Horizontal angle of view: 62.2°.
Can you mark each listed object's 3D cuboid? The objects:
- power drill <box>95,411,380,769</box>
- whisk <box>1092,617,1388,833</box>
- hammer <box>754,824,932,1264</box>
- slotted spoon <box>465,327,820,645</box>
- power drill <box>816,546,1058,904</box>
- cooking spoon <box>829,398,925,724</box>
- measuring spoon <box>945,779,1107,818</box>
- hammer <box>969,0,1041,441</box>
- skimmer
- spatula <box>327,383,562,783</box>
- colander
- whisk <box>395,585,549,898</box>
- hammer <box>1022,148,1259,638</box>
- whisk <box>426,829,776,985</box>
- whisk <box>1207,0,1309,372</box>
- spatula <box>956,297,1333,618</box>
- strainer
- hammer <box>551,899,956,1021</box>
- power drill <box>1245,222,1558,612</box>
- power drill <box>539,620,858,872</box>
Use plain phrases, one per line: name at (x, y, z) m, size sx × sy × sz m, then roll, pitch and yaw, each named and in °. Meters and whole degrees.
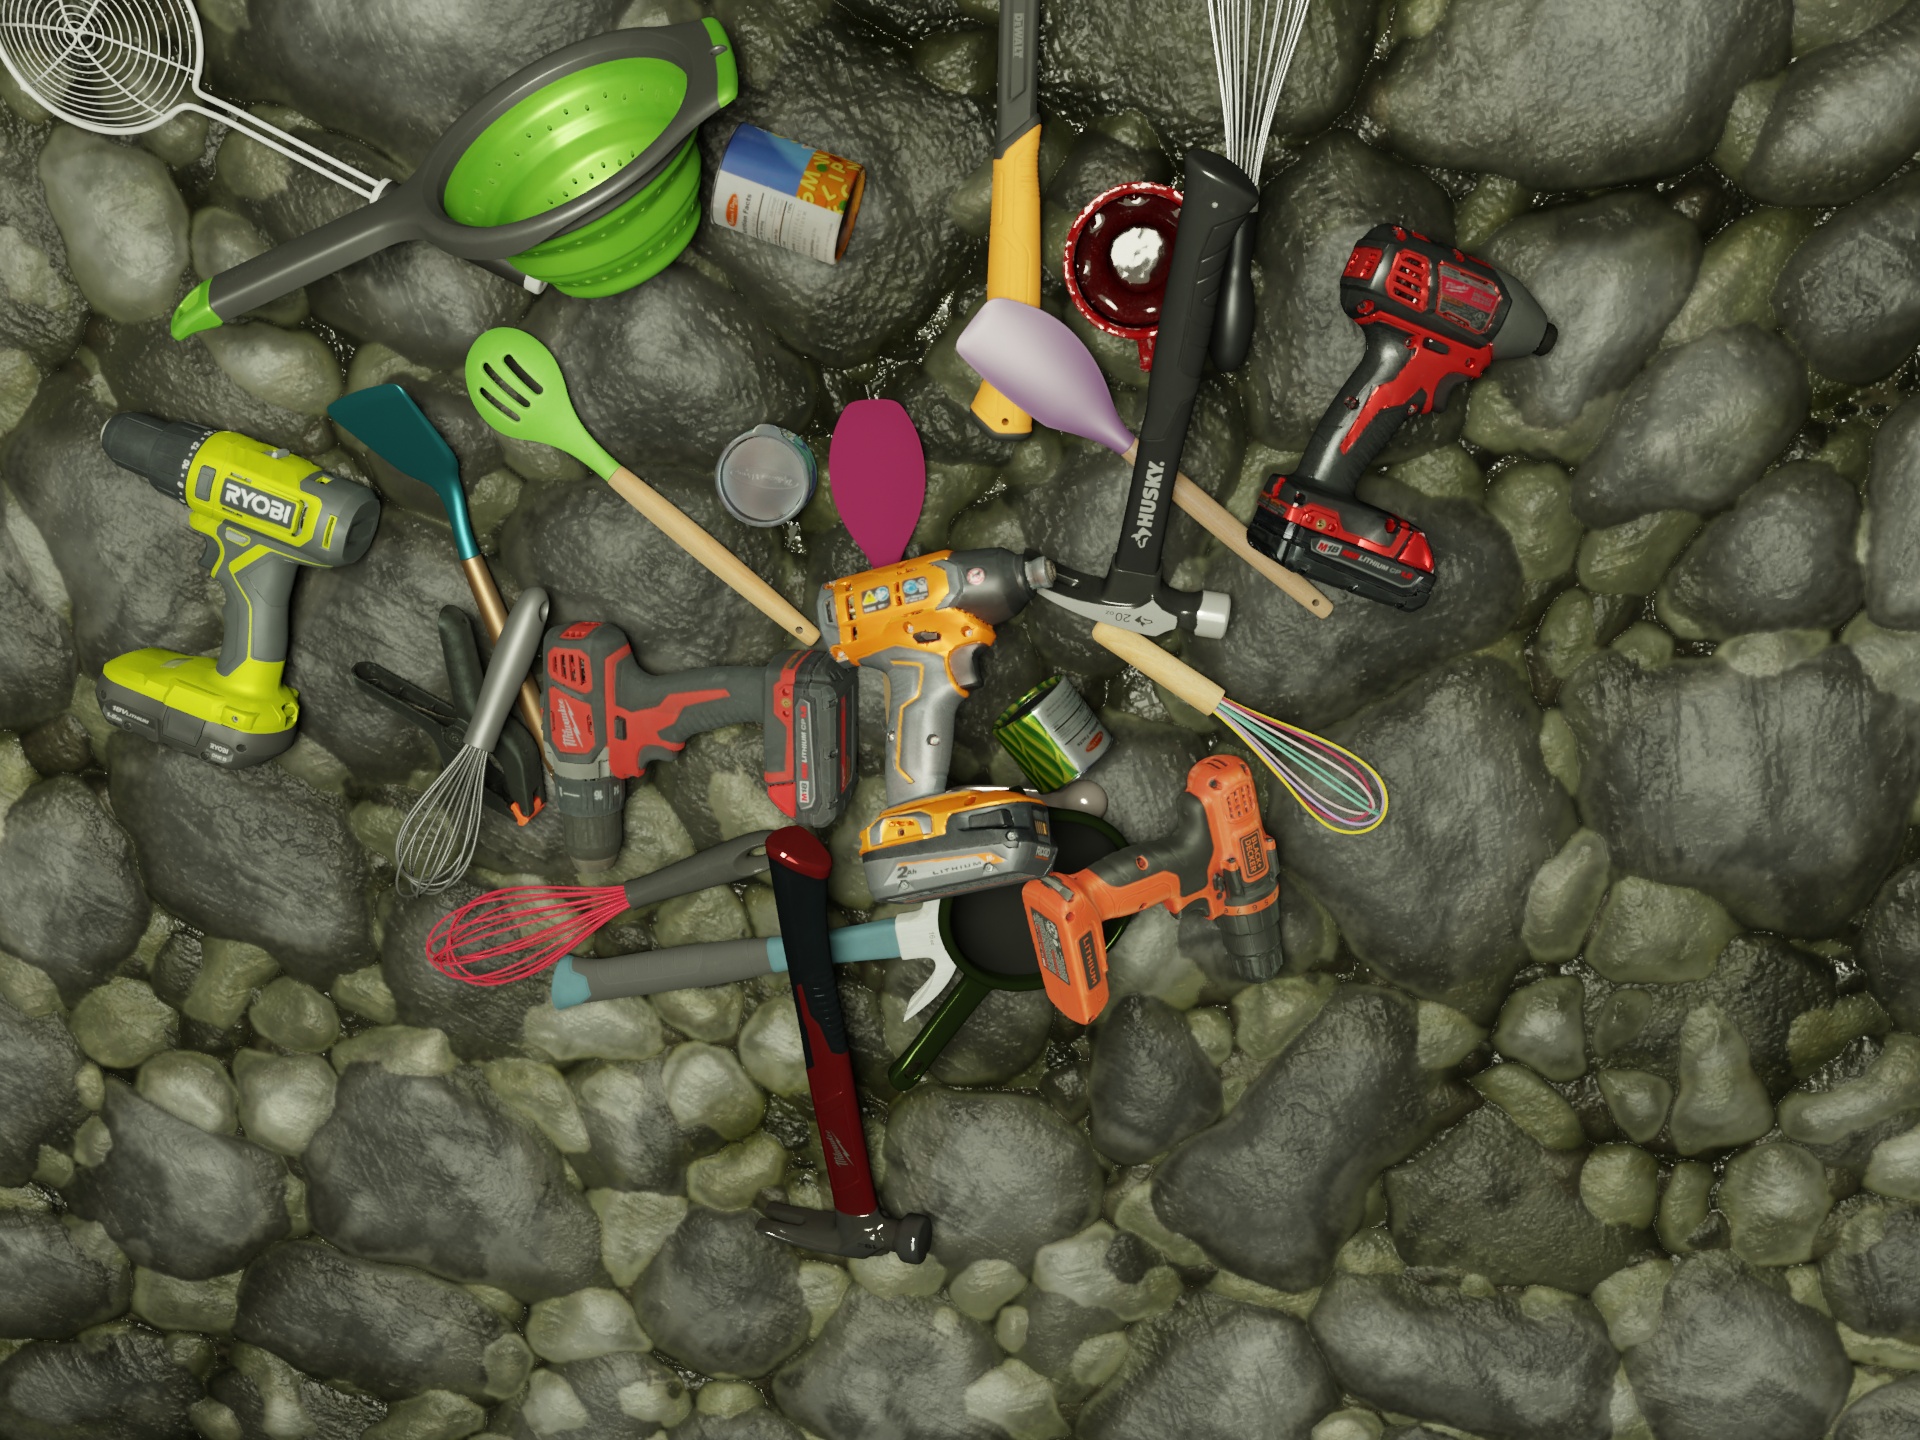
power drill at (-0.540, -0.098, 1.147) m, size 0.190 × 0.080 × 0.228 m, roll 21°, pitch 106°, yaw -1°
whisk at (0.196, 0.003, 1.115) m, size 0.245 × 0.051 × 0.047 m, roll 34°, pitch 114°, yaw -2°
hammer at (-0.114, 0.249, 1.186) m, size 0.143 × 0.038 × 0.386 m, roll 3°, pitch 119°, yaw 19°
slotted spoon at (-0.221, -0.158, 1.117) m, size 0.313 × 0.031 × 0.070 m, roll 40°, pitch 109°, yaw -9°
power drill at (-0.002, -0.003, 1.052) m, size 0.164 × 0.084 × 0.227 m, roll -14°, pitch 76°, yaw 19°
cooking spoon at (-0.050, -0.067, 1.131) m, size 0.069 × 0.017 × 0.318 m, roll 1°, pitch 108°, yaw 13°
measuring spoon at (0.045, 0.061, 1.162) m, size 0.124 × 0.018 × 0.034 m, roll 2°, pitch 108°, yaw 7°
hammer at (0.044, -0.348, 1.021) m, size 0.127 × 0.034 × 0.336 m, roll 4°, pitch 108°, yaw 6°
skimmer at (-0.437, -0.384, 1.033) m, size 0.363 × 0.090 × 0.127 m, roll 27°, pitch 77°, yaw -5°
spatula at (-0.352, -0.089, 1.144) m, size 0.082 × 0.044 × 0.317 m, roll -7°, pitch 111°, yaw 34°
colander at (-0.306, -0.305, 1.011) m, size 0.397 × 0.205 × 0.094 m, roll -22°, pitch 139°, yaw 7°
whisk at (-0.342, 0.016, 1.121) m, size 0.055 × 0.055 × 0.239 m, roll 22°, pitch 90°, yaw -1°
hammer at (0.124, -0.192, 0.994) m, size 0.146 × 0.035 × 0.334 m, roll 10°, pitch 134°, yaw 4°
whisk at (-0.268, 0.138, 1.204) m, size 0.296 × 0.073 × 0.073 m, roll -19°, pitch 105°, yaw 5°
whisk at (0.177, -0.360, 0.992) m, size 0.070 × 0.070 × 0.284 m, roll 4°, pitch 113°, yaw 5°
spatula at (0.132, -0.169, 1.060) m, size 0.315 × 0.018 × 0.060 m, roll 38°, pitch 103°, yaw -14°
strainer at (0.019, 0.158, 1.161) m, size 0.151 × 0.069 × 0.256 m, roll 28°, pitch 106°, yaw -29°
hammer at (-0.158, 0.180, 1.216) m, size 0.331 × 0.033 × 0.128 m, roll -9°, pitch 106°, yaw 9°
power drill at (0.284, -0.190, 1.020) m, size 0.143 × 0.079 × 0.219 m, roll 16°, pitch 105°, yaw -15°
power drill at (-0.192, 0.027, 1.149) m, size 0.227 × 0.080 × 0.187 m, roll 4°, pitch 108°, yaw 8°
